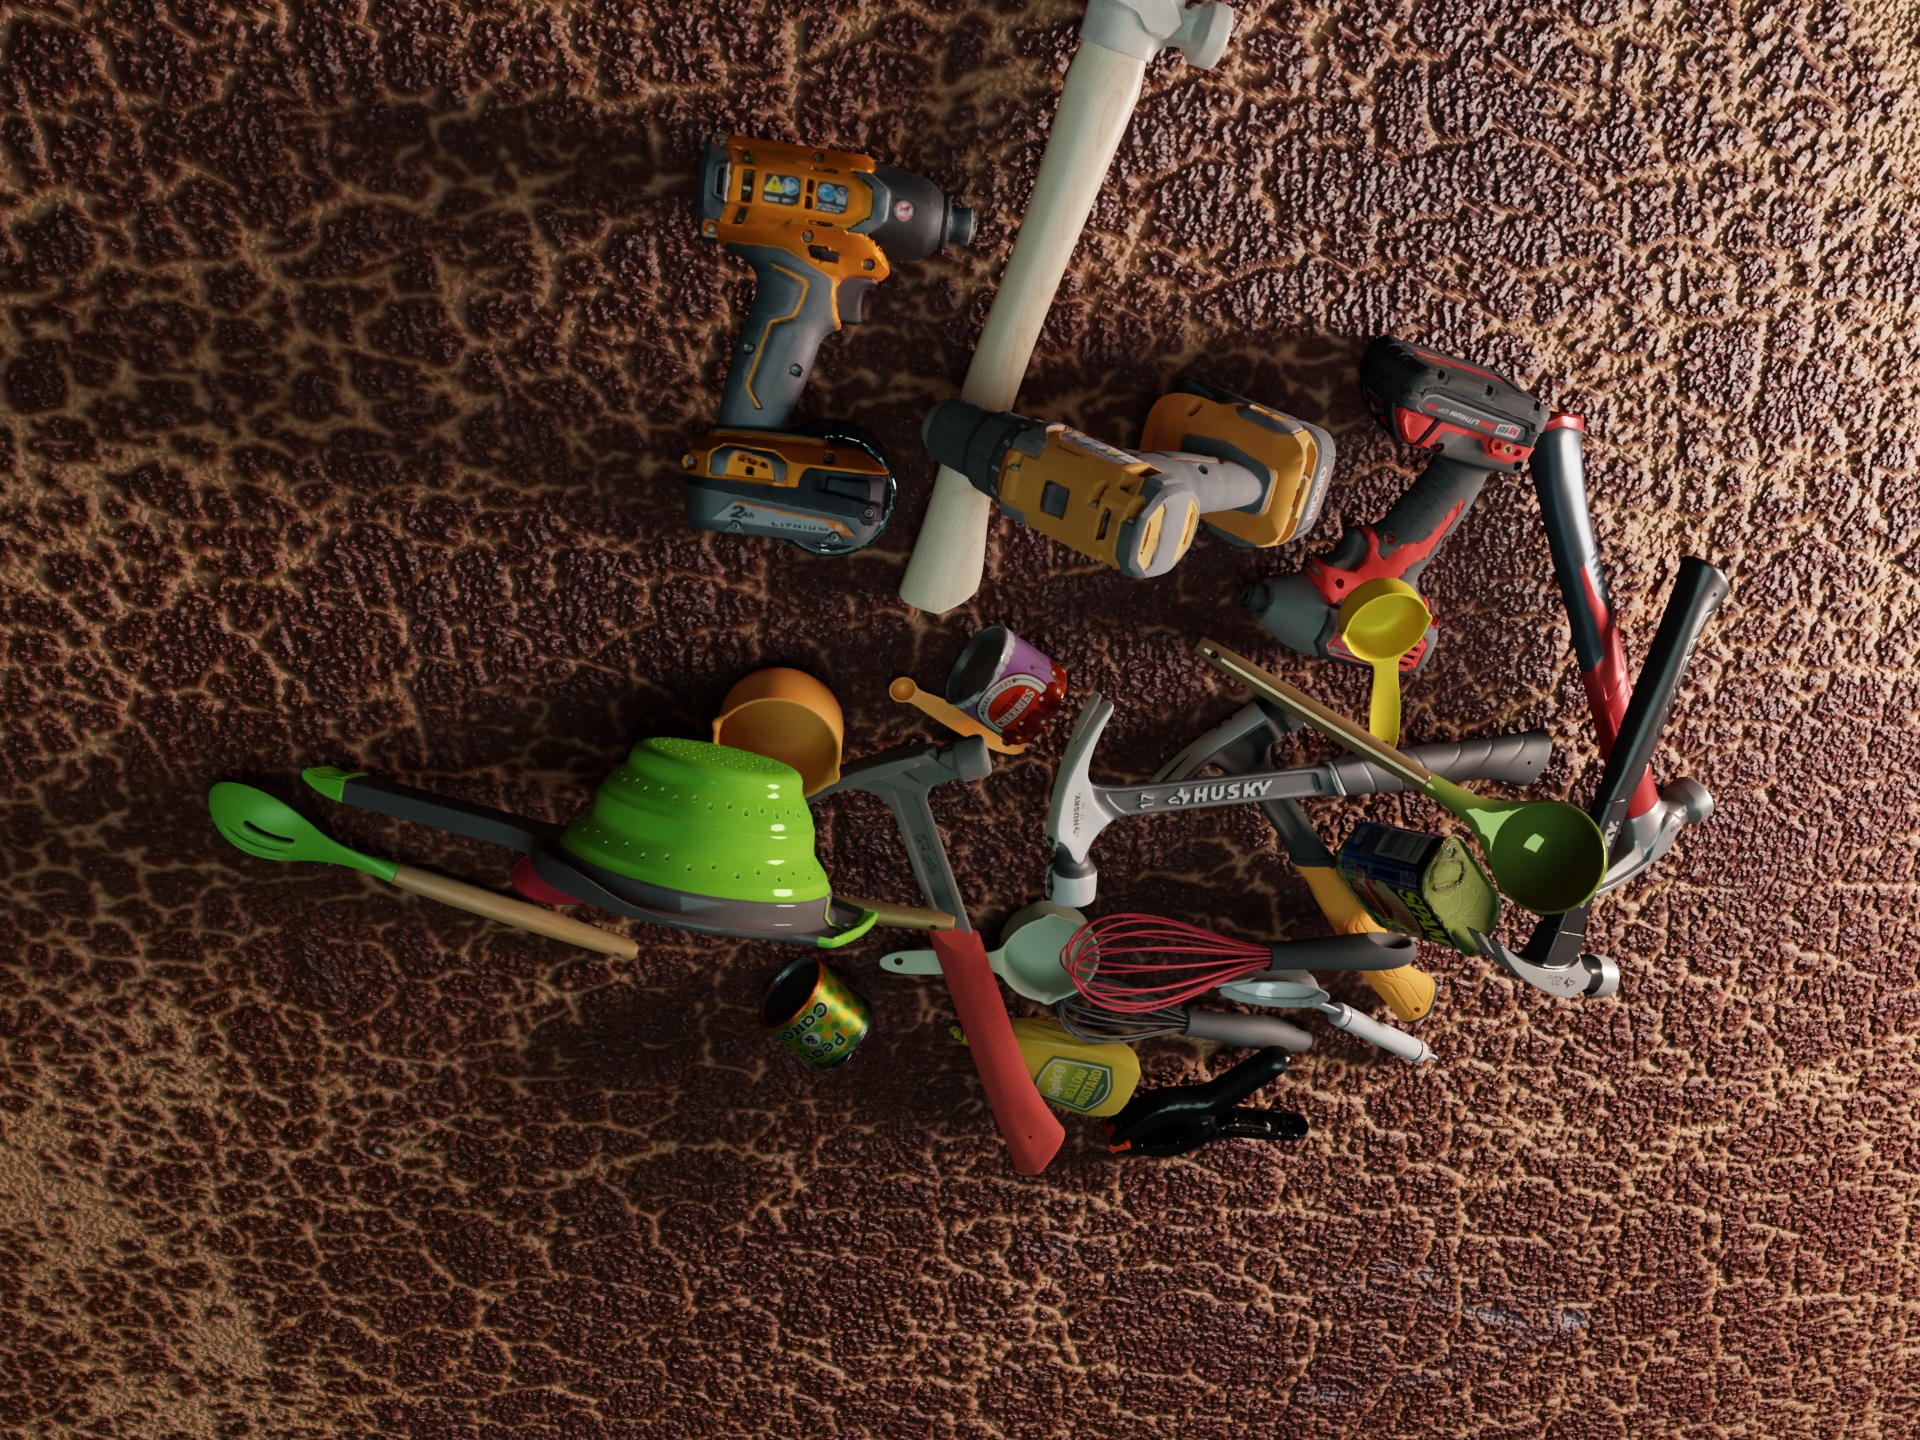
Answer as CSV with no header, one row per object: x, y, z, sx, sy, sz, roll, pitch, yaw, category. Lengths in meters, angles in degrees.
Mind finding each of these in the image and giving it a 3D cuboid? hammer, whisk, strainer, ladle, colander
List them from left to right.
-0.241,0.048,1.033,0.397,0.204,0.094,14,95,11,colander
-0.160,0.123,1.134,0.315,0.031,0.069,8,137,-1,ladle
-0.005,0.187,1.185,0.149,0.037,0.358,-16,110,6,hammer
0.028,-0.259,0.997,0.146,0.038,0.410,14,114,-15,hammer
0.182,0.242,1.276,0.238,0.055,0.055,12,115,-20,whisk
0.214,0.180,1.203,0.295,0.073,0.073,0,117,-17,whisk
0.254,0.039,1.151,0.408,0.036,0.149,-6,111,-19,hammer
0.279,0.128,1.241,0.127,0.034,0.336,-35,117,8,hammer
0.303,0.236,1.297,0.258,0.050,0.087,27,151,-28,strainer
0.299,0.030,1.093,0.320,0.062,0.078,31,100,-2,ladle
0.455,-0.046,1.164,0.143,0.038,0.386,-32,117,-13,hammer
0.478,0.043,1.159,0.146,0.035,0.334,12,101,-31,hammer

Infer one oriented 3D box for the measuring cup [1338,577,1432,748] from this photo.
0.289,-0.035,1.099,0.062,0.029,0.156,-12,133,1,measuring cup

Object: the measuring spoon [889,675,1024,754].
-0.002,-0.004,1.140,0.116,0.011,0.021,27,110,-25,measuring spoon

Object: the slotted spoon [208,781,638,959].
-0.373,0.115,1.123,0.313,0.031,0.070,23,139,-23,slotted spoon

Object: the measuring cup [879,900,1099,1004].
0.022,0.175,1.222,0.167,0.038,0.083,-1,116,-2,measuring cup

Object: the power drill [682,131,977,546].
-0.081,-0.222,0.948,0.164,0.084,0.226,6,101,-7,power drill

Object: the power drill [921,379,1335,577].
0.103,-0.158,0.978,0.226,0.185,0.084,-18,129,-46,power drill

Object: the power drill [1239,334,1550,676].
0.289,-0.139,1.084,0.143,0.079,0.219,13,117,-16,power drill

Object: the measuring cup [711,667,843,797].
-0.145,0.035,1.114,0.095,0.052,0.173,26,124,-16,measuring cup
